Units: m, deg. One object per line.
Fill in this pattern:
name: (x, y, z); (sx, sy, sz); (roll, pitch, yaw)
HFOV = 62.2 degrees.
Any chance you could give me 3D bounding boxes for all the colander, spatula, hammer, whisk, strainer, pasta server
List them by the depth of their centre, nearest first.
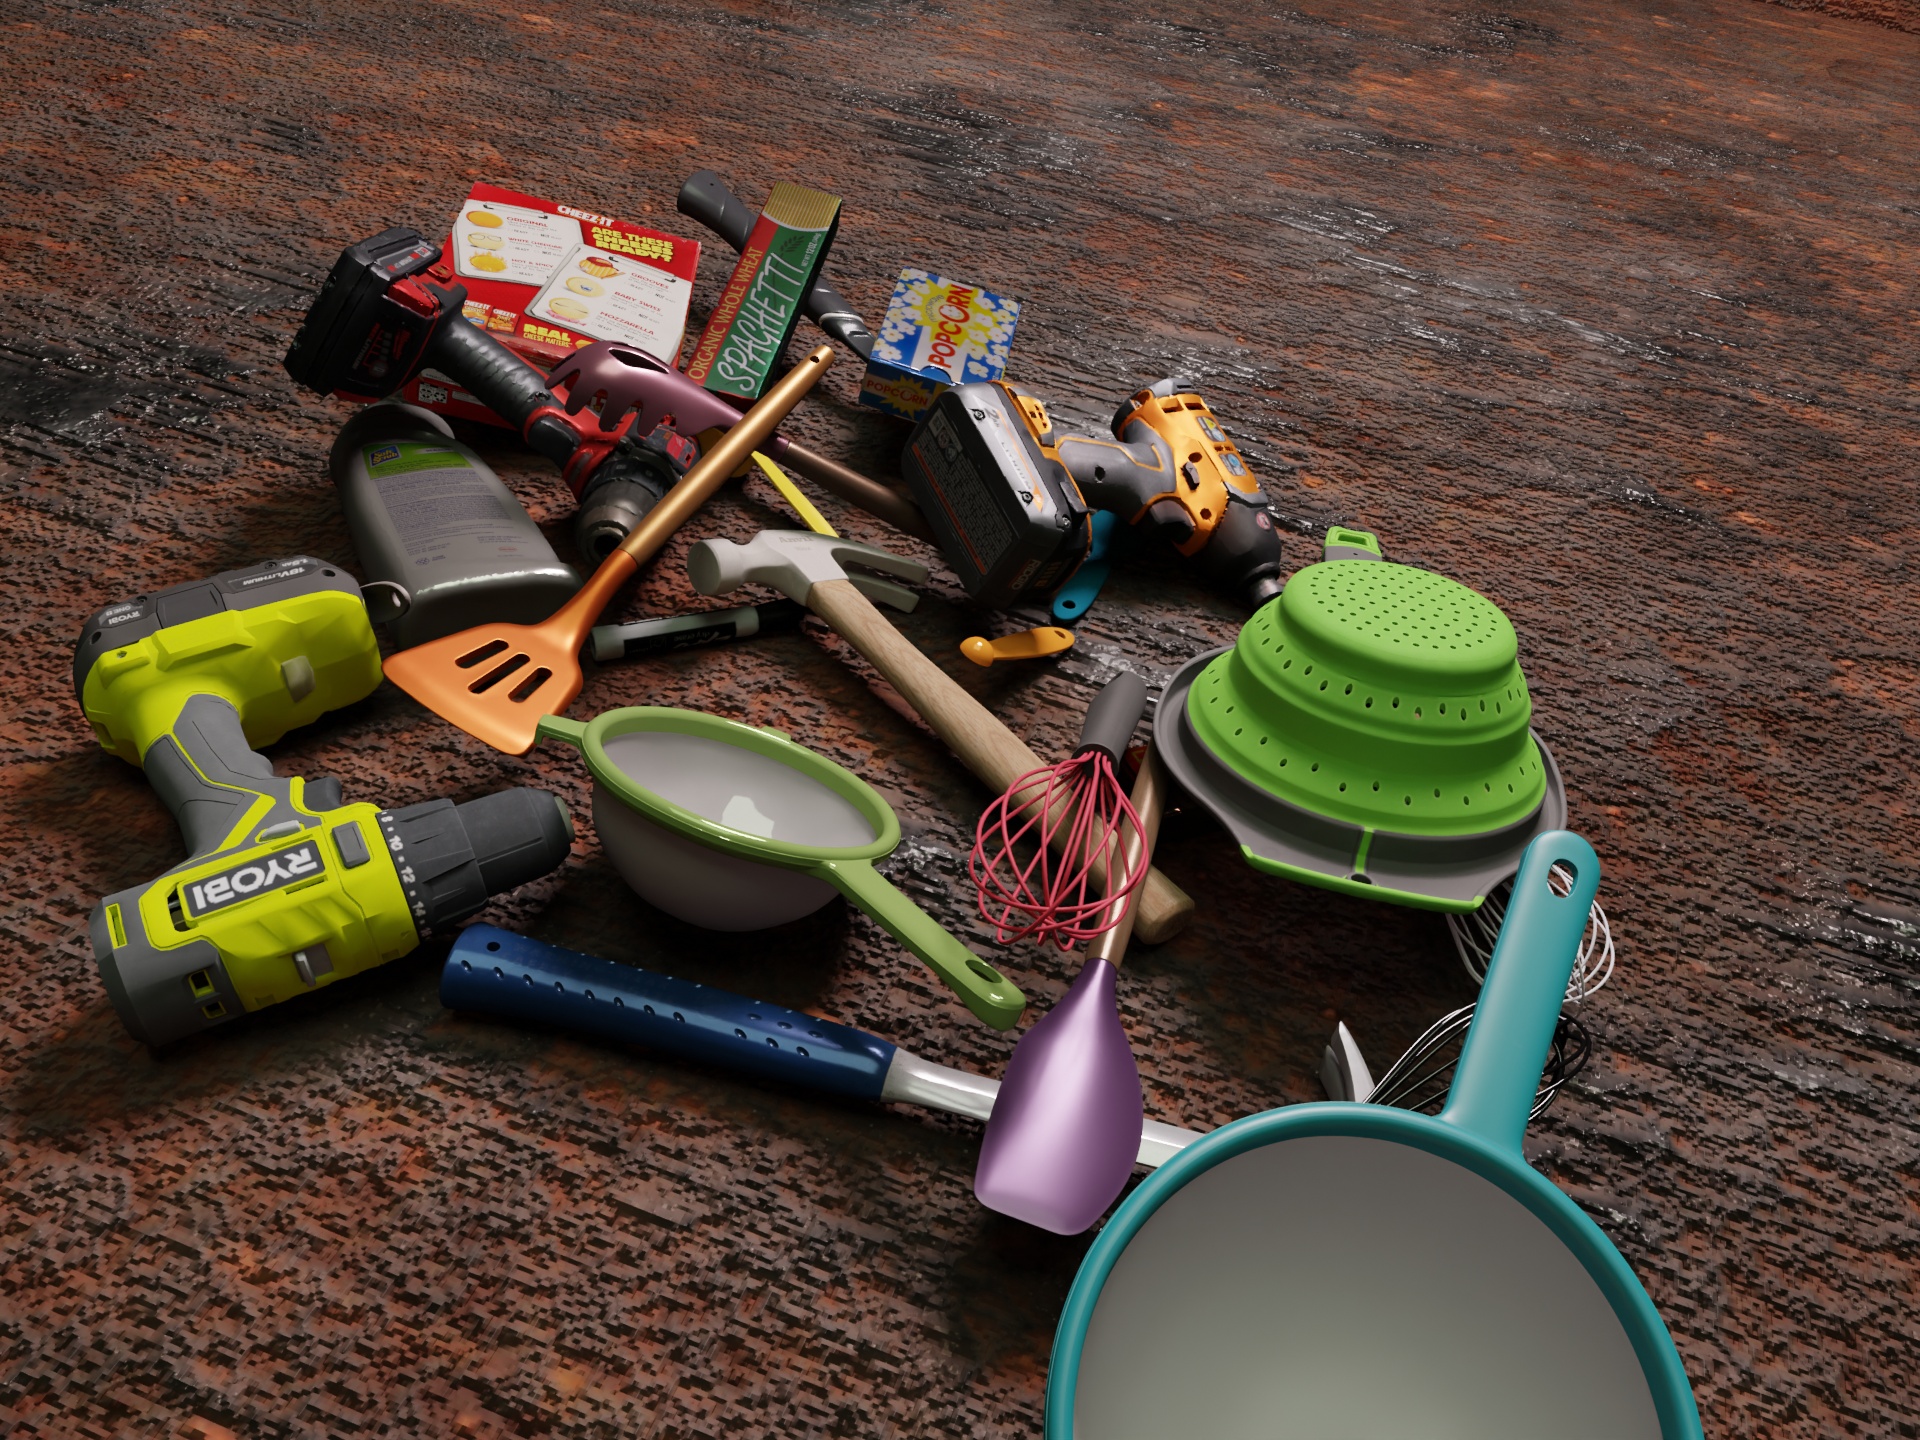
strainer: (0.153, 0.192, 0.557); (0.211, 0.095, 0.340); (26, 62, 6)
whisk: (0.149, 0.163, 0.620); (0.239, 0.055, 0.055); (-19, 47, -21)
hammer: (-0.018, 0.148, 0.670); (0.405, 0.035, 0.144); (14, 41, 6)
strainer: (-0.073, 0.078, 0.698); (0.257, 0.069, 0.151); (34, 19, 36)
spatula: (0.070, 0.093, 0.707); (0.060, 0.018, 0.316); (18, 40, 4)
whisk: (0.059, 0.028, 0.739); (0.073, 0.073, 0.296); (15, 21, 7)
spatula: (-0.155, -0.102, 0.810); (0.081, 0.041, 0.323); (32, 58, 7)
whisk: (0.242, 0.043, 0.822); (0.070, 0.070, 0.285); (-5, 37, -15)
hammer: (-0.001, -0.003, 0.836); (0.130, 0.031, 0.332); (-13, 47, -45)
colander: (0.217, -0.054, 0.838); (0.204, 0.094, 0.397); (12, 30, 6)
pasta server: (-0.081, -0.136, 0.910); (0.316, 0.040, 0.060); (25, 30, -21)
hammer: (-0.065, -0.264, 1.096); (0.149, 0.036, 0.409); (-25, 60, -36)

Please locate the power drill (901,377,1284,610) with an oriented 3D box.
power drill: (0.094, -0.127, 0.946); (0.226, 0.084, 0.164); (-9, 62, -39)

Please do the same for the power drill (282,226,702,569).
power drill: (-0.251, -0.170, 0.890); (0.226, 0.080, 0.188); (32, 20, -15)

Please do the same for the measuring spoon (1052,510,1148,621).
measuring spoon: (0.085, -0.101, 0.986); (0.042, 0.021, 0.129); (20, 40, 13)

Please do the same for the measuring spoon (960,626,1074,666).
measuring spoon: (0.036, -0.045, 0.889); (0.021, 0.011, 0.117); (42, 27, 20)

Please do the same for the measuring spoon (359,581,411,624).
measuring spoon: (-0.305, -0.061, 0.822); (0.018, 0.034, 0.124); (-35, 20, -36)

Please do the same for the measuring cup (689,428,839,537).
measuring cup: (-0.125, -0.145, 1.001); (0.157, 0.029, 0.062); (48, 23, 21)

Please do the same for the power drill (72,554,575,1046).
power drill: (-0.298, 0.025, 0.725); (0.190, 0.080, 0.229); (-20, 49, -22)

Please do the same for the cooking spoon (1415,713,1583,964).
cooking spoon: (0.268, 0.013, 0.890); (0.068, 0.017, 0.319); (0, 40, -14)
